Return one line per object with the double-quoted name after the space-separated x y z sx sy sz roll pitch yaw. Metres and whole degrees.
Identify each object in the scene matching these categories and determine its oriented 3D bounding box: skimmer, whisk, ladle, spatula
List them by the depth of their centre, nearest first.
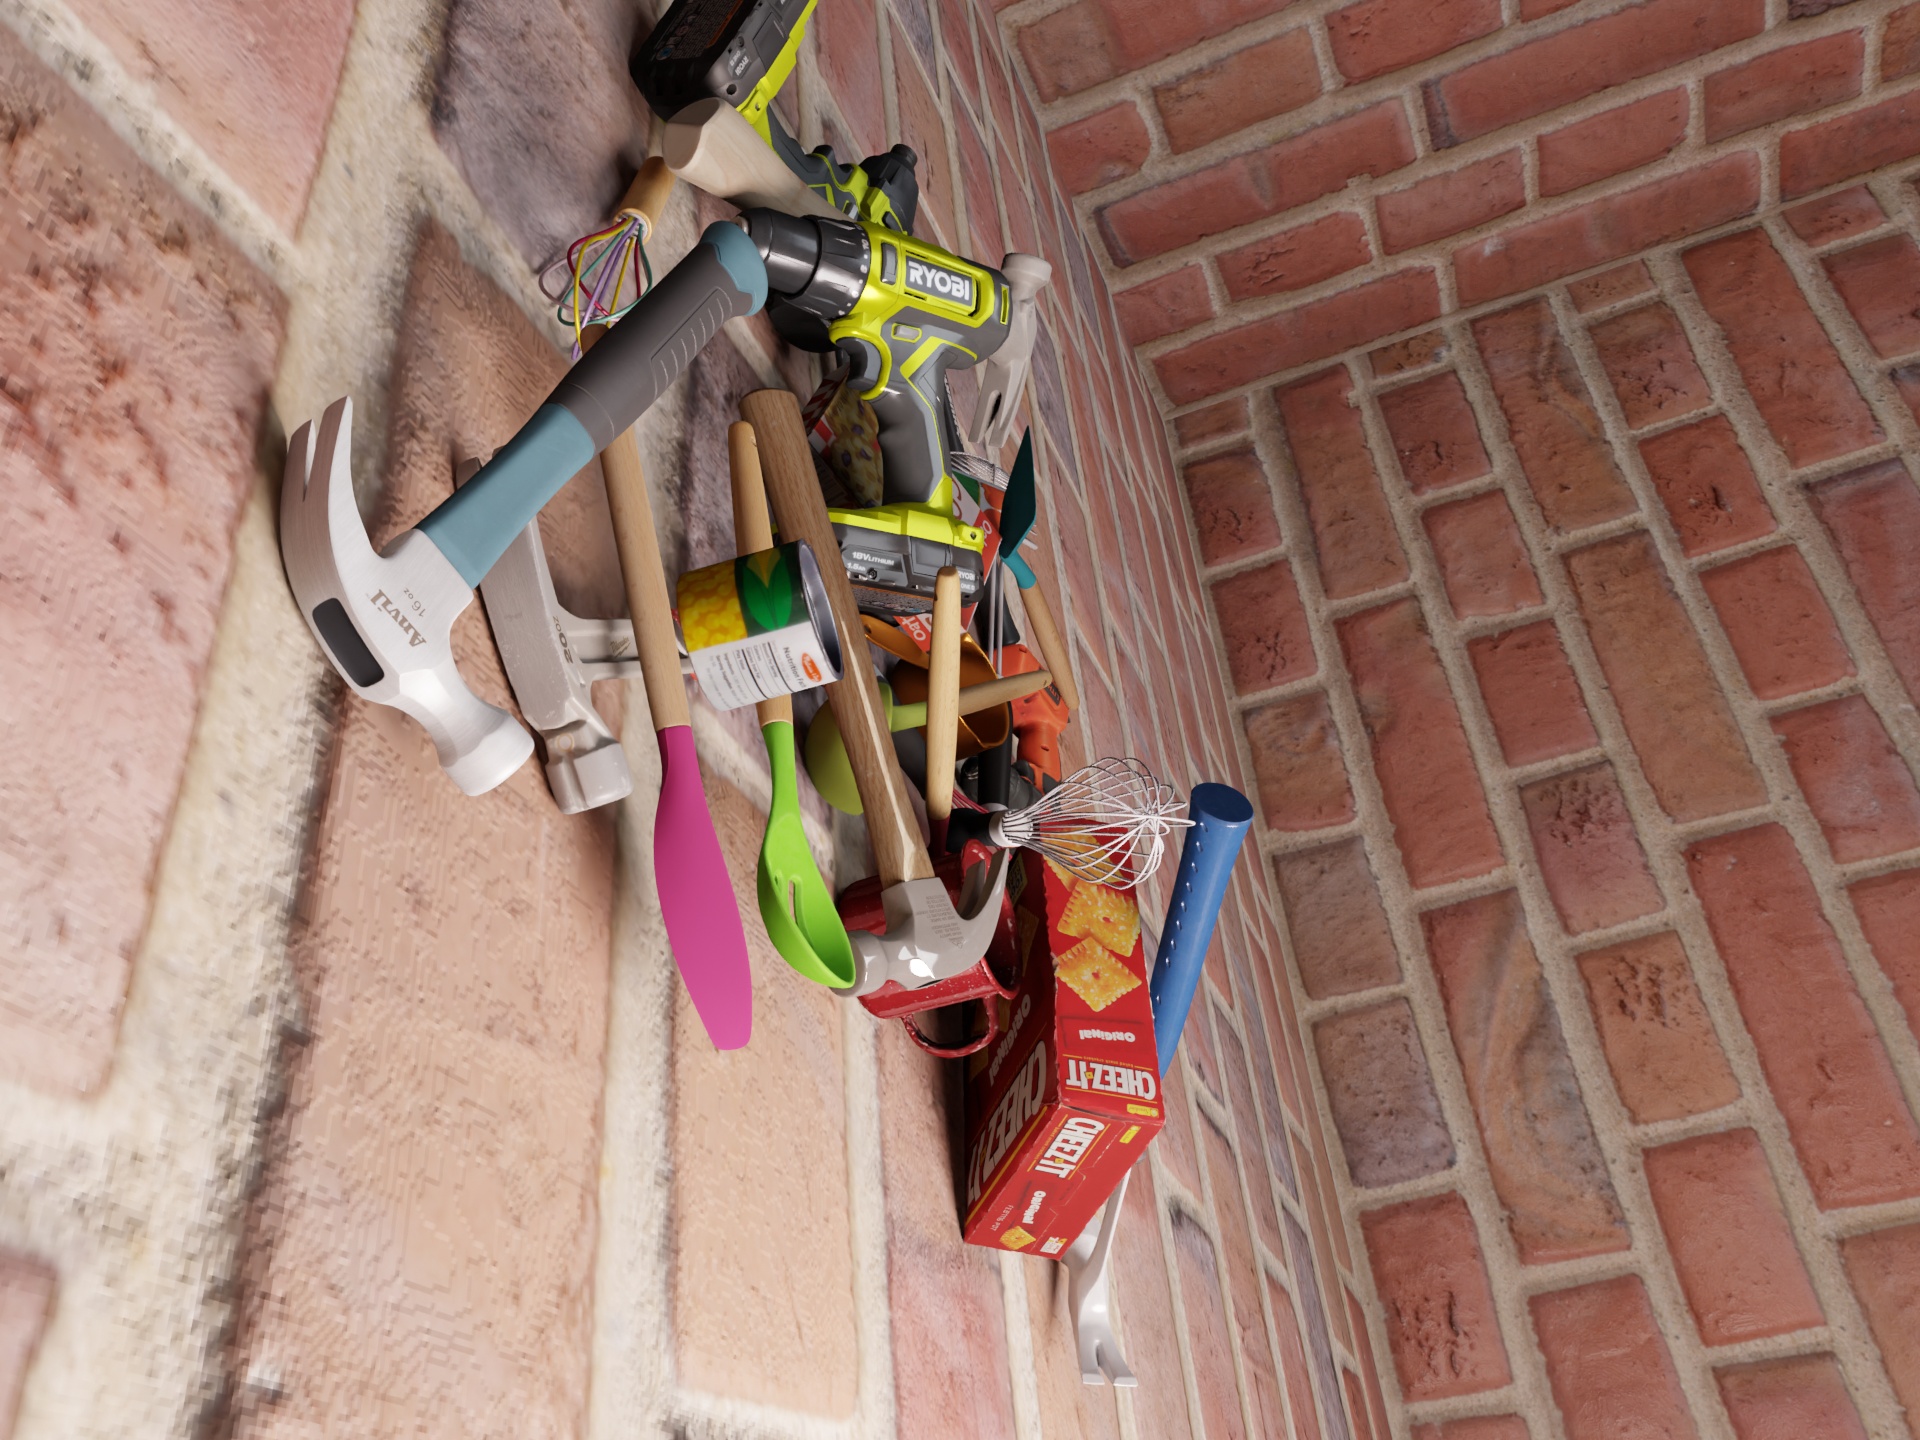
-0.175 -0.255 0.833 0.047 0.051 0.245 57 18 -31 "whisk"
0.042 0.061 0.917 0.284 0.070 0.070 -13 -85 66 "whisk"
-0.011 0.036 0.923 0.315 0.031 0.069 92 -21 -44 "ladle"
-0.002 -0.003 1.018 0.320 0.062 0.078 -17 129 -61 "ladle"
-0.007 0.059 1.075 0.295 0.073 0.073 56 22 -31 "whisk"
0.067 -0.092 1.215 0.317 0.044 0.082 64 20 -57 "spatula"
0.008 -0.069 1.245 0.127 0.090 0.364 27 50 -34 "skimmer"

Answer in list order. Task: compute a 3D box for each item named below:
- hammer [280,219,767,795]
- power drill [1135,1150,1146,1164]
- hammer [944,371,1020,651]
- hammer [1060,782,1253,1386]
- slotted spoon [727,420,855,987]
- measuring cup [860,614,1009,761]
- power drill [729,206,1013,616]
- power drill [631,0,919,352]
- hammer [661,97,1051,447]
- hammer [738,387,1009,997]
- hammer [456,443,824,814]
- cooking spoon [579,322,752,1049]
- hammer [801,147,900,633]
-0.152 -0.120 0.639 0.128 0.033 0.331 54 35 -23 "hammer"
0.101 0.267 1.186 0.226 0.084 0.164 14 61 -77 "power drill"
-0.002 -0.221 1.427 0.146 0.035 0.335 21 54 -72 "hammer"
0.114 0.224 0.959 0.144 0.035 0.405 -98 -165 -61 "hammer"
-0.091 -0.018 0.770 0.070 0.031 0.314 46 29 -58 "slotted spoon"
-0.035 -0.028 1.087 0.173 0.052 0.095 29 44 -48 "measuring cup"
-0.058 -0.187 0.953 0.190 0.080 0.228 7 81 -39 "power drill"
-0.106 -0.380 1.051 0.171 0.080 0.223 -65 145 -22 "power drill"
-0.057 -0.296 1.060 0.410 0.038 0.146 8 96 -60 "hammer"
-0.057 -0.023 0.832 0.130 0.031 0.331 0 68 -49 "hammer"
-0.125 -0.047 0.796 0.359 0.037 0.149 -14 87 -74 "hammer"
-0.125 -0.021 0.668 0.068 0.017 0.319 26 49 -73 "cooking spoon"
-0.082 -0.241 1.161 0.149 0.036 0.409 46 31 -57 "hammer"
